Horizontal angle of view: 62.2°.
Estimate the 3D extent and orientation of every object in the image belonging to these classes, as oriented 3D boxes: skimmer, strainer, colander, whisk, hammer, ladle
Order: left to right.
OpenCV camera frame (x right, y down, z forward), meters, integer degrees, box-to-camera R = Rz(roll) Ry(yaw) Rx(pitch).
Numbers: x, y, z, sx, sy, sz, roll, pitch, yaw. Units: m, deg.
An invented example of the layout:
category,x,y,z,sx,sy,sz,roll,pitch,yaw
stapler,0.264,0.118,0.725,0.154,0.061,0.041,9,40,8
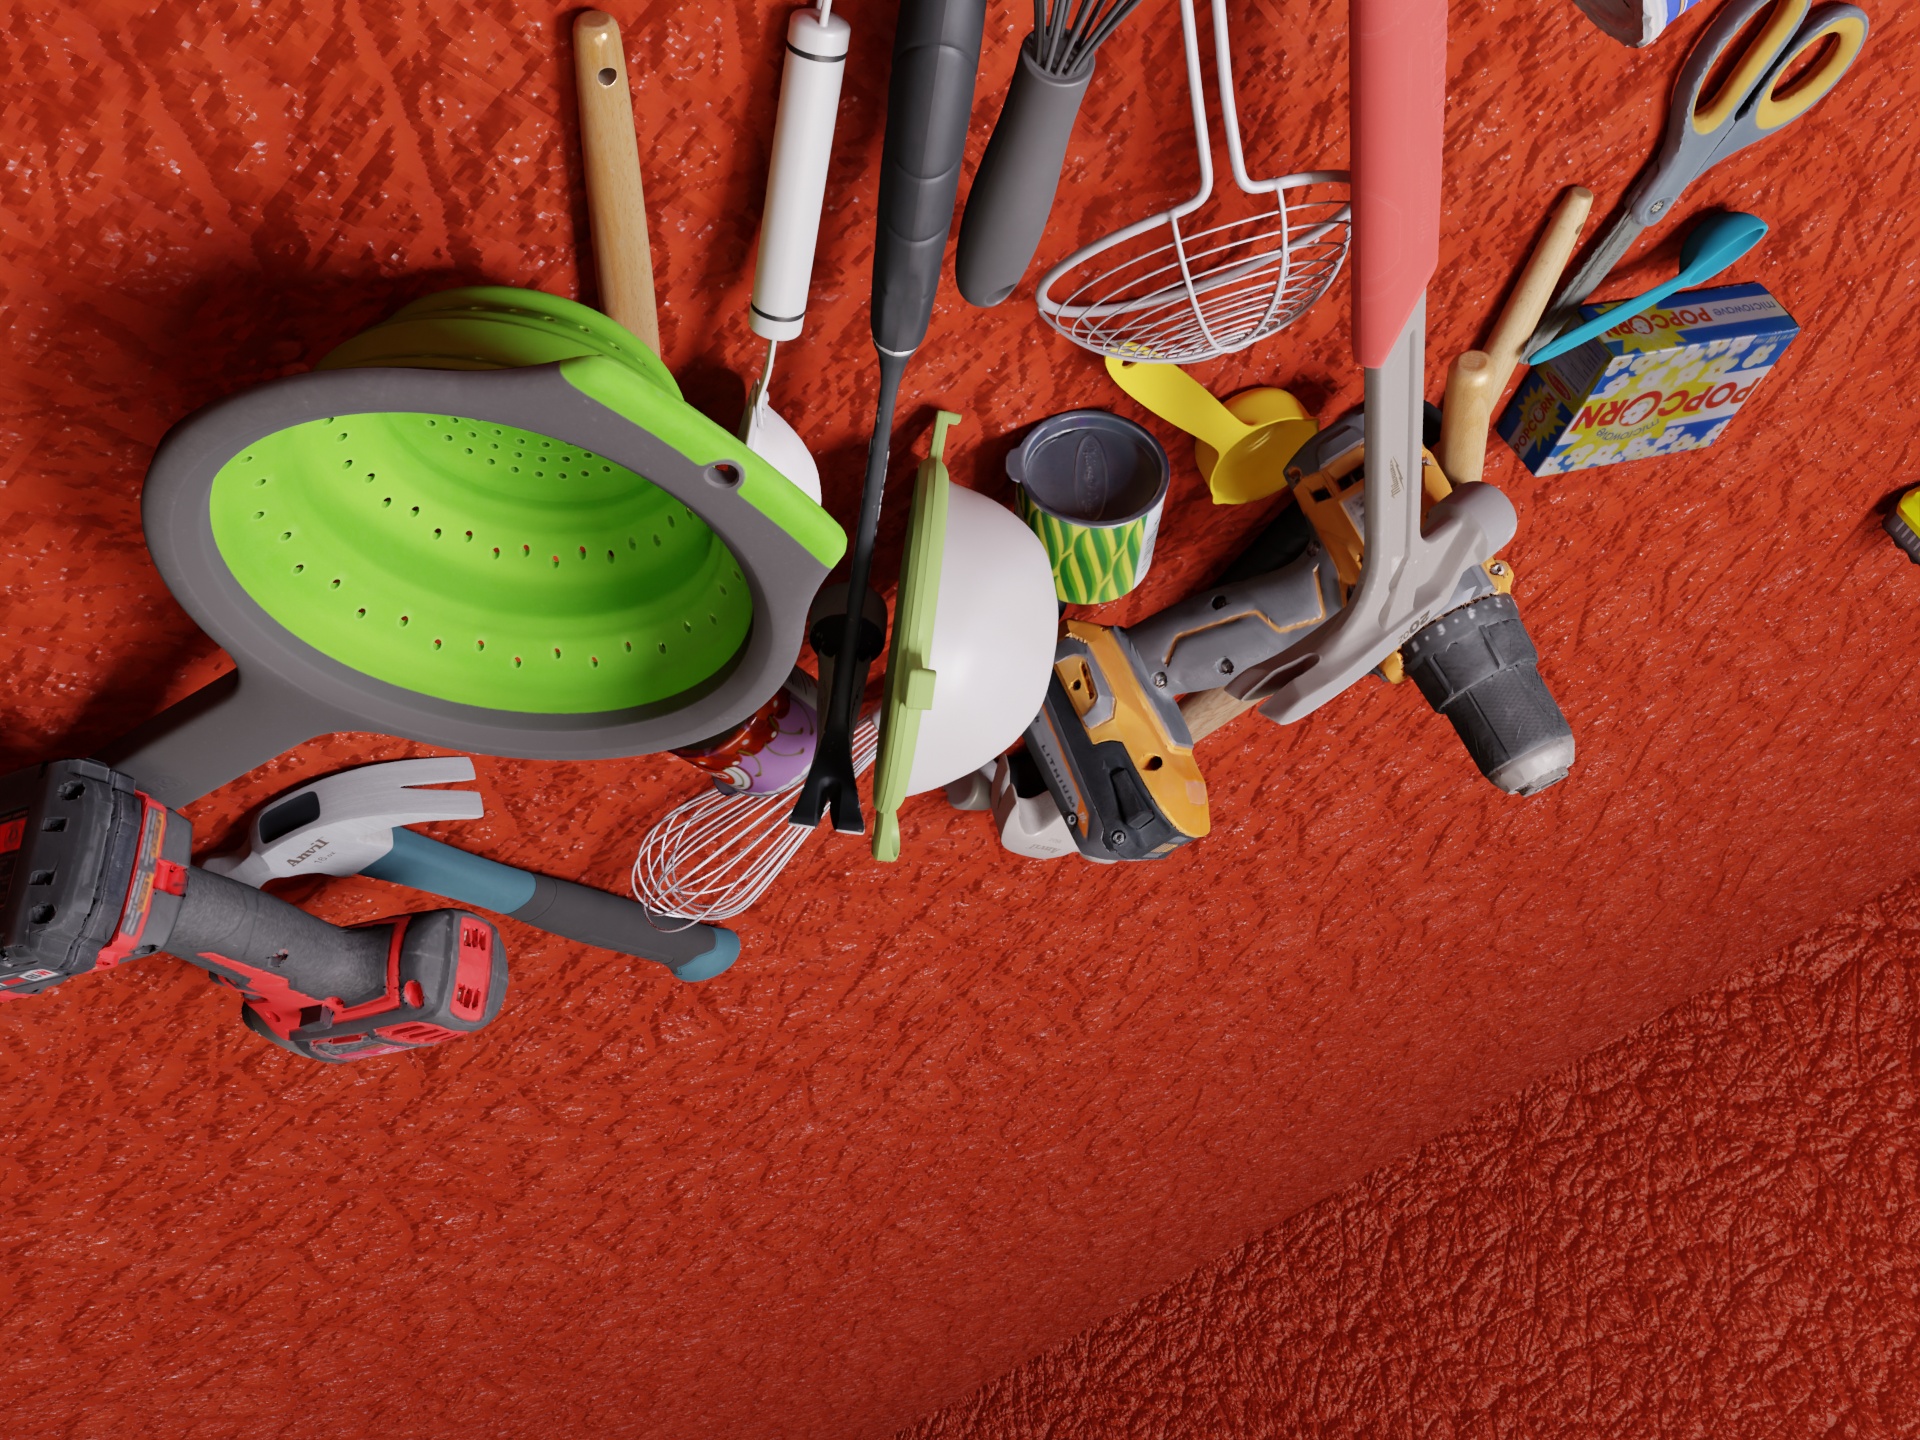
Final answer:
category,x,y,z,sx,sy,sz,roll,pitch,yaw
colander,-0.215,-0.050,0.575,0.397,0.095,0.204,-21,142,33
hammer,-0.228,0.095,0.844,0.128,0.033,0.330,-32,150,15
strainer,-0.064,-0.134,0.558,0.050,0.087,0.258,8,132,-9
whisk,-0.060,0.017,0.823,0.284,0.070,0.070,-37,148,12
hammer,-0.026,-0.124,0.563,0.036,0.149,0.408,7,137,-5
strainer,-0.001,-0.002,0.716,0.069,0.152,0.256,7,145,-3
whisk,0.031,-0.198,0.473,0.055,0.055,0.239,-14,163,-17
skimmer,0.063,-0.253,0.494,0.127,0.090,0.362,-16,140,2
hammer,0.137,-0.050,0.872,0.146,0.035,0.334,6,139,-41
hammer,0.139,-0.015,0.837,0.130,0.031,0.331,11,140,-42
hammer,0.140,-0.166,0.534,0.149,0.037,0.358,-35,136,-23
ladle,0.252,-0.137,0.820,0.069,0.031,0.315,-31,154,-28
whisk,0.249,-0.095,0.808,0.047,0.051,0.244,-31,148,-7

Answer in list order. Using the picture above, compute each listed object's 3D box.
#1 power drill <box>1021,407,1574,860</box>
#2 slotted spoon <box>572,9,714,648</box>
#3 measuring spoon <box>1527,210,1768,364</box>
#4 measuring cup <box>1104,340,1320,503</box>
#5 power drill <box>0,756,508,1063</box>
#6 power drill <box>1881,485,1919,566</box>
category,x,y,z,sx,sy,sz,roll,pitch,yaw
power drill,0.150,-0.012,0.735,0.226,0.185,0.084,-32,163,20
slotted spoon,-0.121,-0.114,0.589,0.070,0.031,0.313,-21,150,-19
measuring spoon,0.320,-0.206,0.752,0.128,0.021,0.042,-29,168,-2
measuring cup,0.106,-0.142,0.709,0.062,0.029,0.156,-39,145,25
power drill,-0.316,0.096,0.669,0.143,0.079,0.219,-14,152,27
power drill,0.702,-0.187,1.022,0.171,0.080,0.223,-18,146,-12
